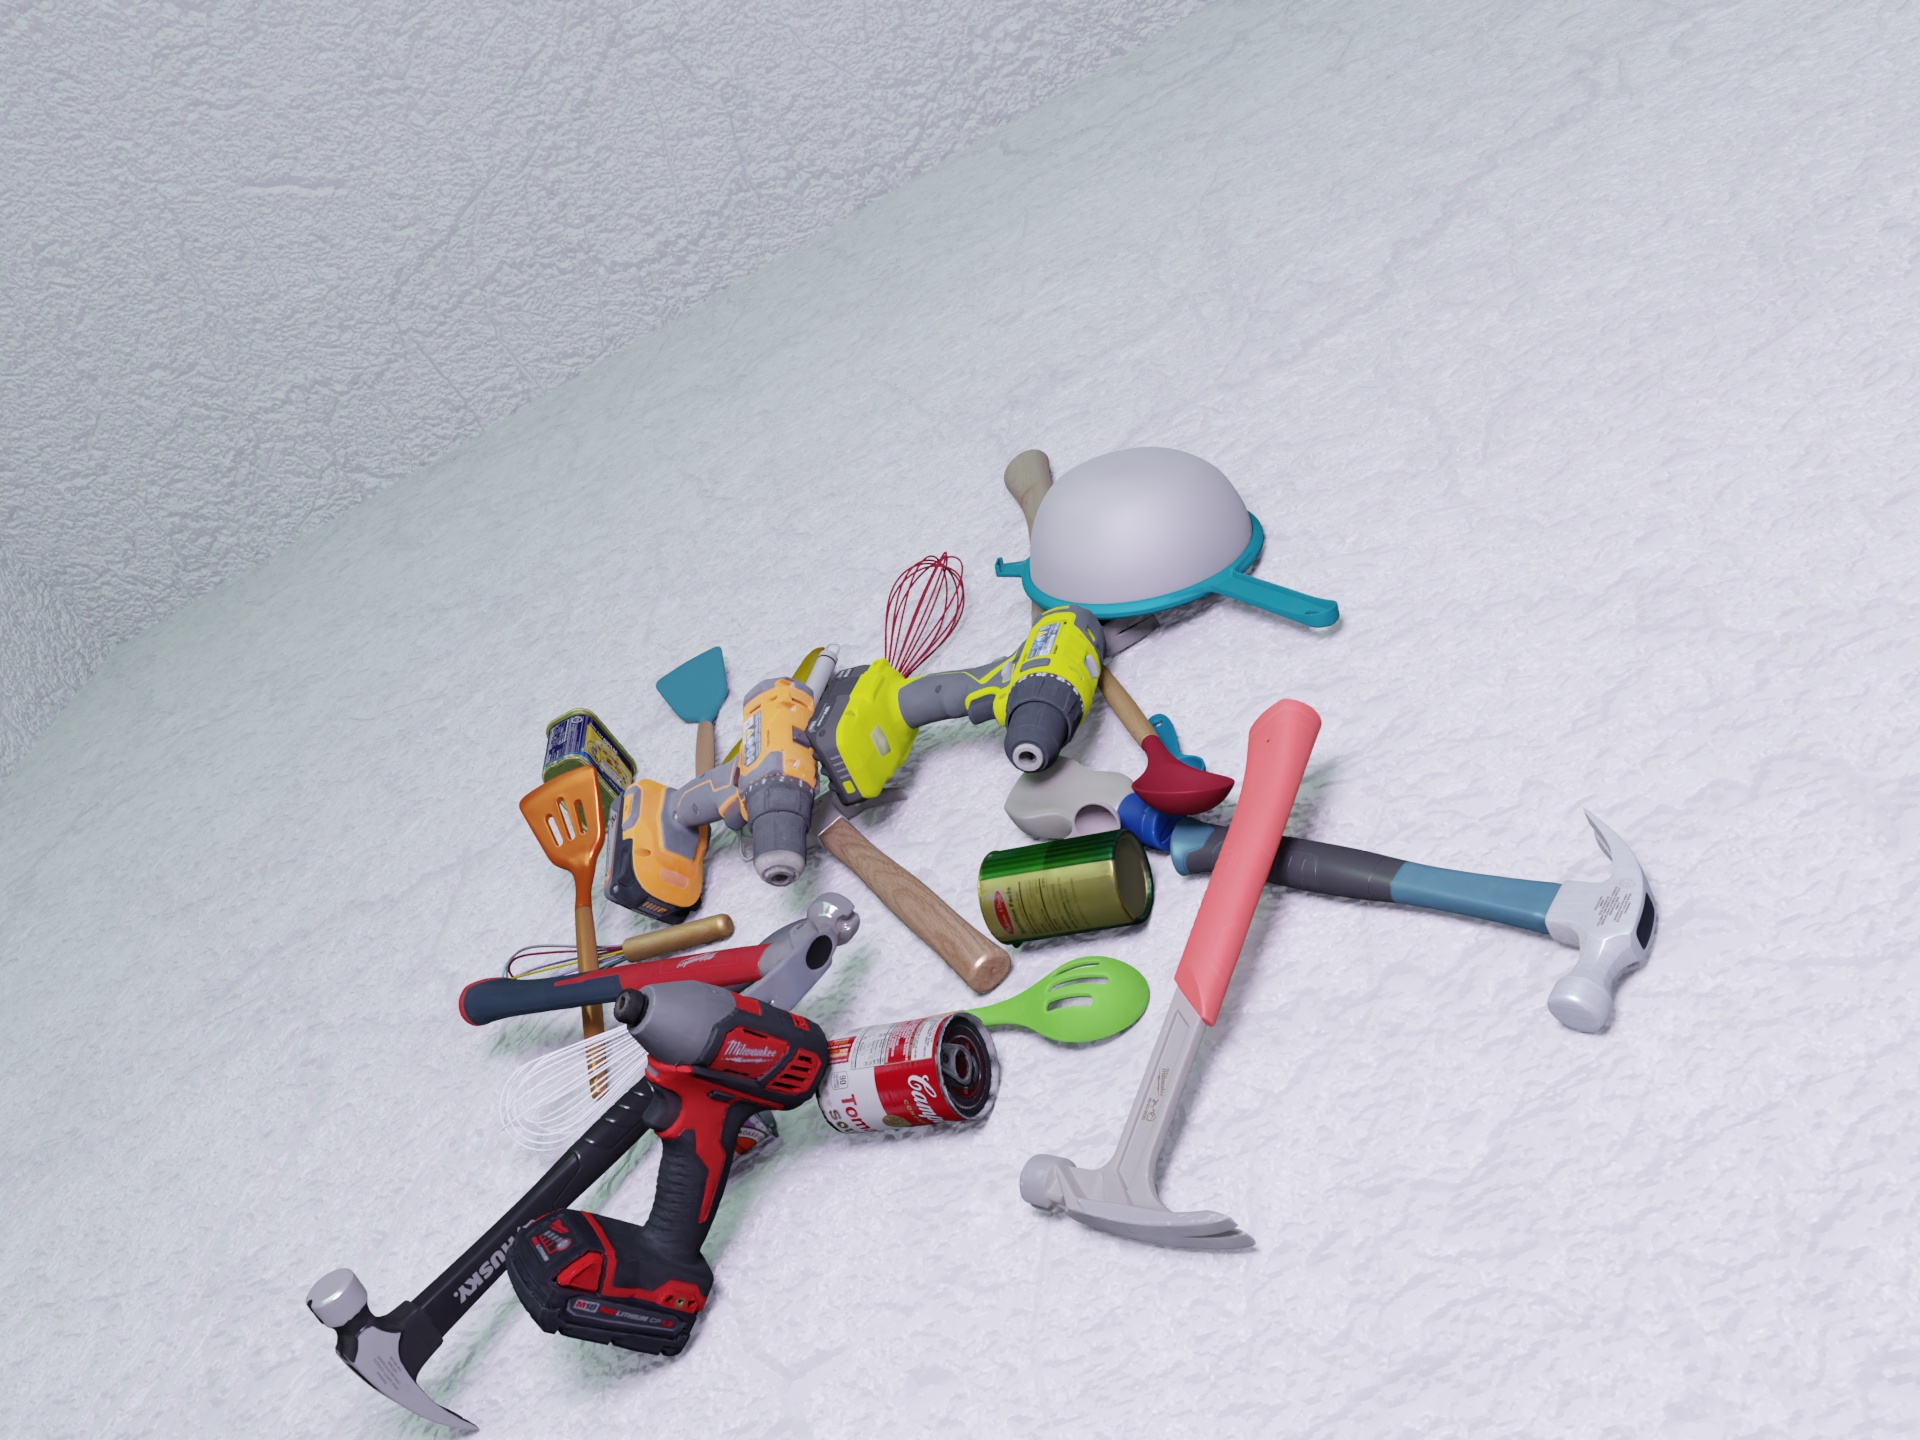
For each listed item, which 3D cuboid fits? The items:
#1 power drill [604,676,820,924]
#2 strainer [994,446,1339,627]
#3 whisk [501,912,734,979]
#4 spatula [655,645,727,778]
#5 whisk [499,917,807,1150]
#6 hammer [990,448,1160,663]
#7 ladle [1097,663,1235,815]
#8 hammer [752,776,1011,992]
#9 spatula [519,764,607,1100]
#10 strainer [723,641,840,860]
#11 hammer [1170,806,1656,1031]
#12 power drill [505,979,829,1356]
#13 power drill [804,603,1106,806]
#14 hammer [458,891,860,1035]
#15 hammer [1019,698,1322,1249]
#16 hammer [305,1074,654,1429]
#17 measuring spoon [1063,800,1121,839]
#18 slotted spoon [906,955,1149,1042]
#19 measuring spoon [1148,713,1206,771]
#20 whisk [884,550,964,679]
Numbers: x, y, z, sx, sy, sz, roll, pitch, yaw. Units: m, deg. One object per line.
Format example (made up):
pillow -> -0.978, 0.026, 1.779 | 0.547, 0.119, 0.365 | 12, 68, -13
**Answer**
power drill -> -0.202, 0.090, 1.325 | 0.226, 0.084, 0.186 | -35, 43, 31
strainer -> 0.179, -0.157, 1.302 | 0.211, 0.095, 0.341 | -29, 31, -21
whisk -> -0.300, 0.201, 1.363 | 0.245, 0.047, 0.051 | -17, 46, 21
spatula -> -0.260, 0.009, 1.572 | 0.082, 0.044, 0.318 | -30, 22, 2
whisk -> -0.226, 0.233, 1.220 | 0.284, 0.070, 0.070 | -32, 29, -11
hammer -> 0.091, -0.165, 1.502 | 0.146, 0.038, 0.411 | -25, 31, 14
ladle -> 0.134, 0.007, 1.185 | 0.069, 0.031, 0.316 | -4, 20, -7
hammer -> -0.051, 0.125, 1.231 | 0.130, 0.031, 0.332 | -41, 31, -11
spatula -> -0.321, 0.175, 1.340 | 0.081, 0.041, 0.323 | -26, 47, 7
strainer -> -0.158, 0.015, 1.463 | 0.087, 0.050, 0.259 | 5, 47, 17
hammer -> 0.255, 0.097, 0.963 | 0.331, 0.033, 0.128 | 7, 50, 49
power drill -> -0.186, 0.269, 0.989 | 0.079, 0.143, 0.220 | 22, 85, 57
power drill -> -0.002, -0.004, 1.262 | 0.228, 0.080, 0.191 | -14, 27, 23
hammer -> -0.257, 0.205, 1.194 | 0.386, 0.038, 0.143 | -14, 19, 35
hammer -> 0.159, 0.137, 0.952 | 0.149, 0.036, 0.359 | -5, 48, 44
hammer -> -0.275, 0.328, 1.100 | 0.035, 0.146, 0.335 | -1, 33, 44
measuring spoon -> 0.069, 0.096, 1.129 | 0.124, 0.034, 0.018 | -44, -1, 32
slotted spoon -> -0.018, 0.211, 1.080 | 0.314, 0.031, 0.070 | -19, 33, 28
measuring spoon -> 0.157, 0.028, 1.184 | 0.042, 0.021, 0.129 | -23, 22, 8
whisk -> -0.059, -0.044, 1.462 | 0.073, 0.073, 0.296 | -9, 45, 37
